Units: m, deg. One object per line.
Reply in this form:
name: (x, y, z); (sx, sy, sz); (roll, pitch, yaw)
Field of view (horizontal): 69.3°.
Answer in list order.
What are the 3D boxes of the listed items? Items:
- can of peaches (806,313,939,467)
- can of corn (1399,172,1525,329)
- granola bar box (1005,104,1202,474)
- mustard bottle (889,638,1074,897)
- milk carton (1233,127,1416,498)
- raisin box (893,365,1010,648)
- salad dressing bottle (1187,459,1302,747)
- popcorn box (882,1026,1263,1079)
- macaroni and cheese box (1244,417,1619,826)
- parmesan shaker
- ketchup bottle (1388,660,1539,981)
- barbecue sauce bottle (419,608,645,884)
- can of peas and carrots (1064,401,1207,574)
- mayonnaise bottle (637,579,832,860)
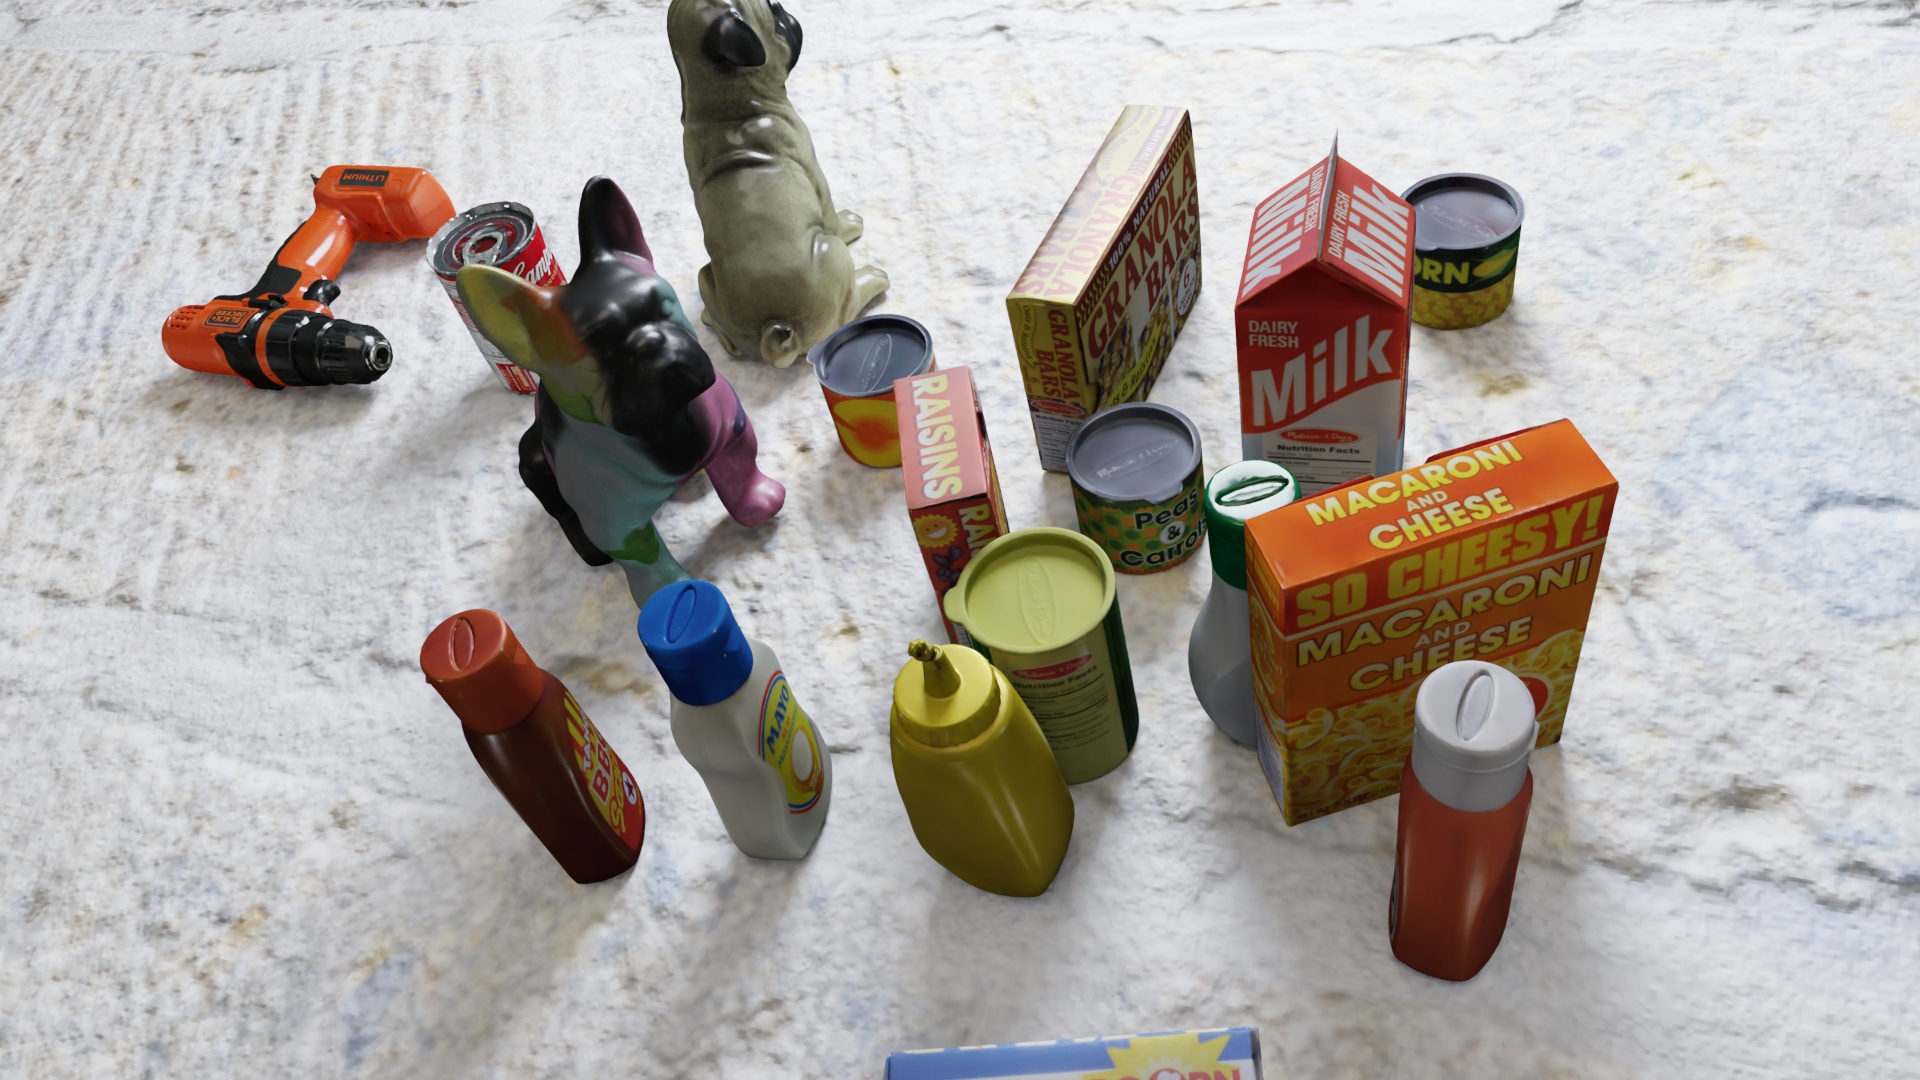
can of peaches: (-0.045, -0.083, 0.773); (0.071, 0.057, 0.071); (-7, 48, 8)
can of corn: (0.268, -0.156, 0.758); (0.071, 0.058, 0.071); (-7, 48, 8)
granola bar box: (0.083, -0.133, 0.740); (0.039, 0.123, 0.166); (13, 54, 24)
mustard bottle: (0.005, 0.085, 0.546); (0.065, 0.159, 0.049); (12, 54, 23)
milk carton: (0.167, -0.087, 0.634); (0.073, 0.189, 0.073); (4, 51, 18)
raisin box: (0.002, -0.008, 0.652); (0.040, 0.122, 0.086); (-11, 48, 5)
salad dressing bottle: (0.124, 0.029, 0.573); (0.064, 0.147, 0.044); (-16, 48, 1)
popcorn box: (0.043, 0.205, 0.481); (0.127, 0.084, 0.038); (-7, 49, 8)
macaroni and cheese box: (0.176, 0.038, 0.539); (0.124, 0.165, 0.040); (-18, 48, -1)
parmesan shaker: (0.037, 0.052, 0.604); (0.071, 0.102, 0.072); (-7, 48, 8)
ketchup bottle: (0.179, 0.100, 0.496); (0.043, 0.148, 0.065); (13, 54, 24)
barbecue sauce bottle: (-0.182, 0.088, 0.598); (0.044, 0.147, 0.065); (-19, 48, -2)
can of peas and carrots: (0.089, -0.024, 0.687); (0.071, 0.058, 0.071); (-7, 48, 8)
mayonnaise bottle: (-0.093, 0.076, 0.587); (0.041, 0.147, 0.065); (0, 50, 14)
